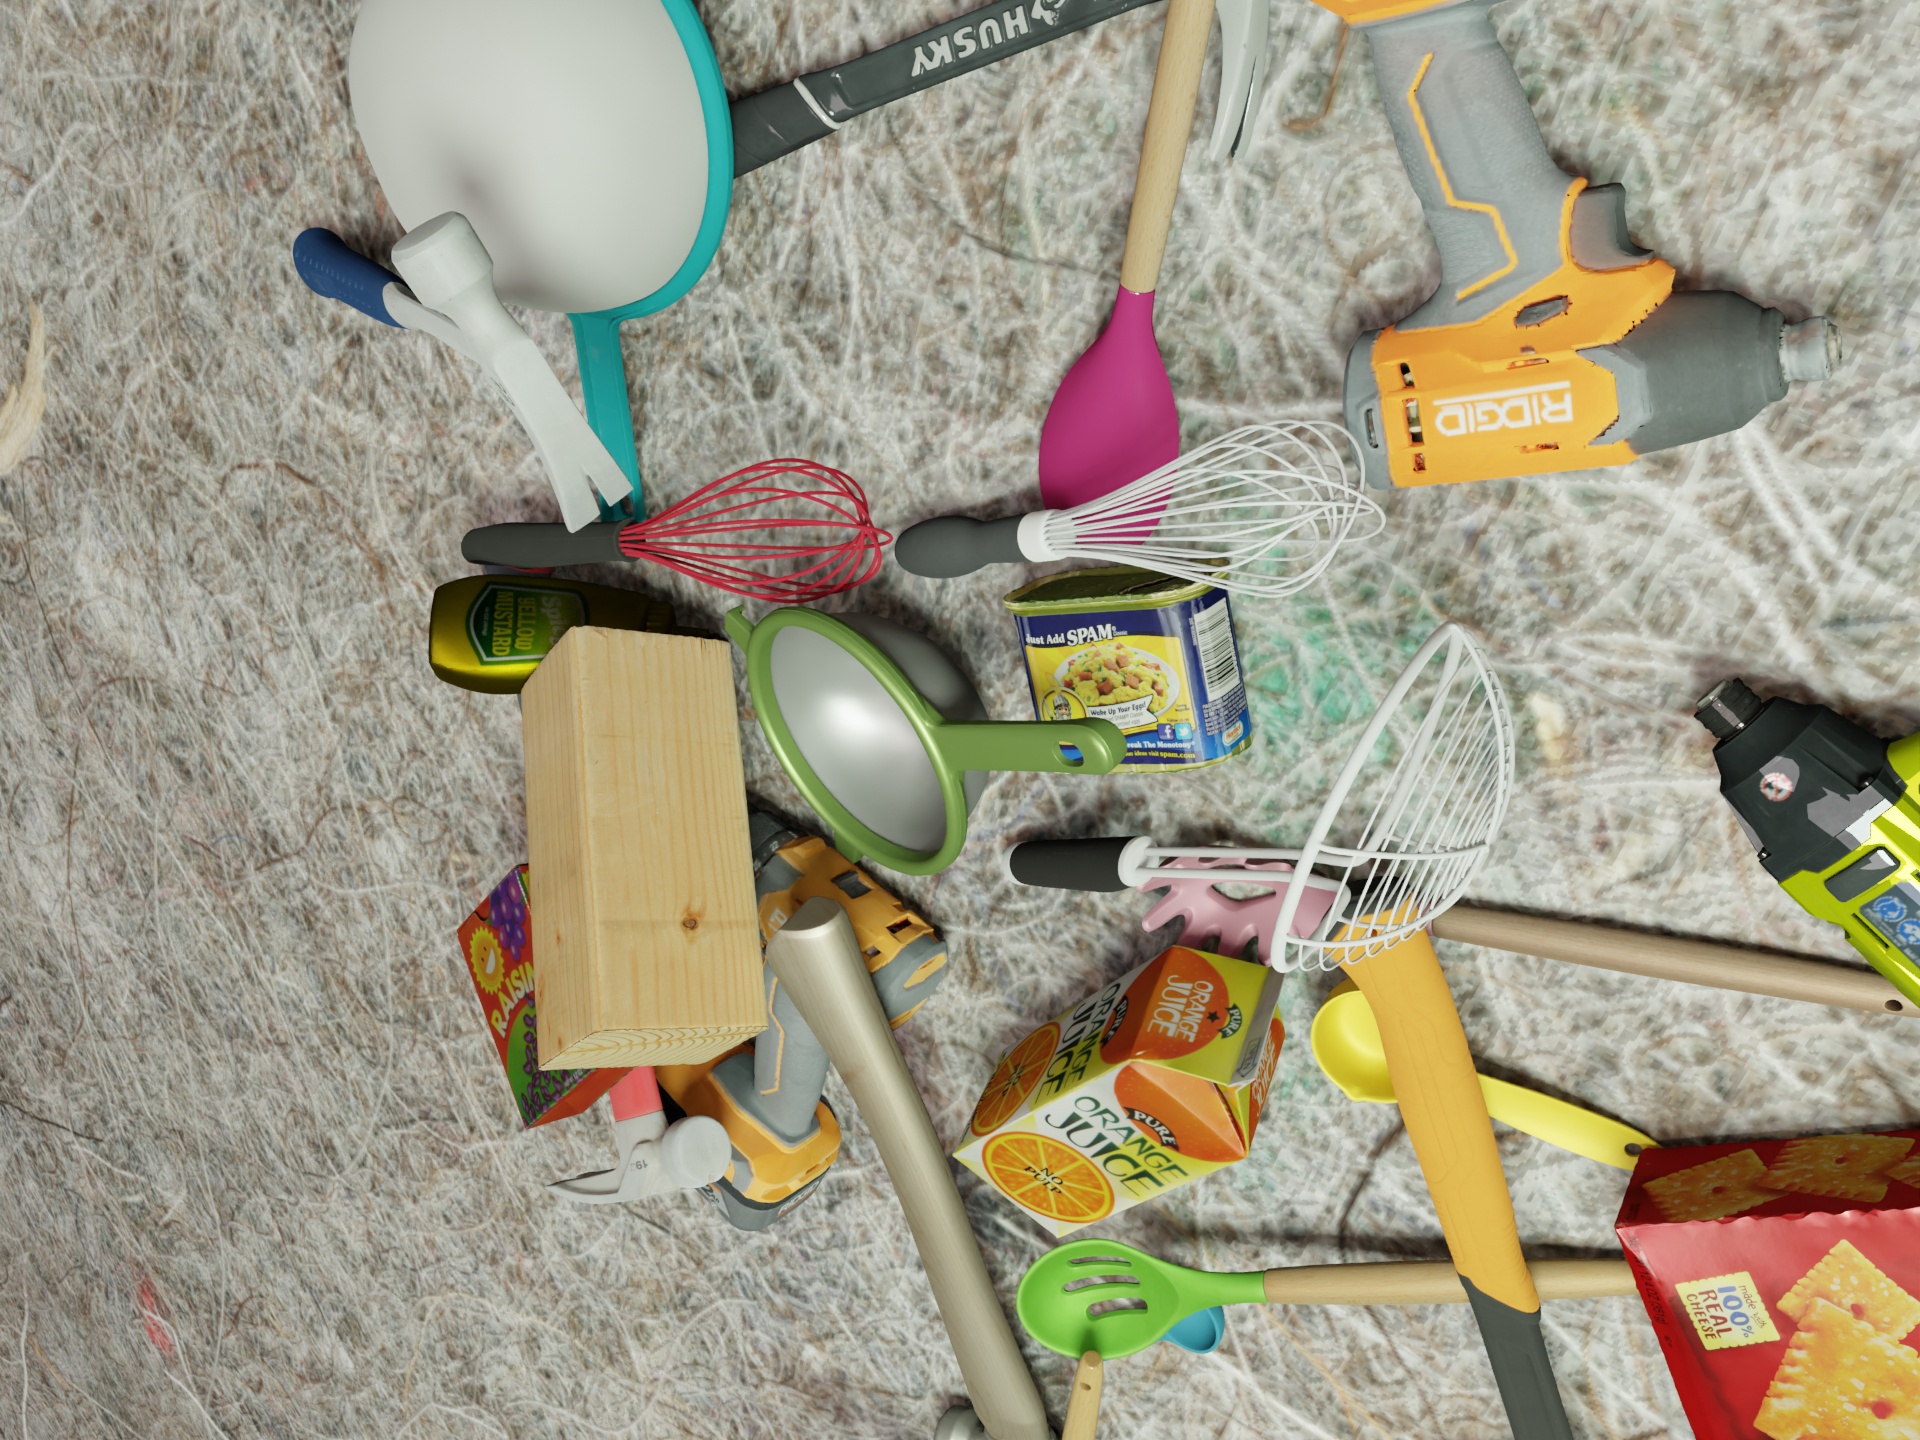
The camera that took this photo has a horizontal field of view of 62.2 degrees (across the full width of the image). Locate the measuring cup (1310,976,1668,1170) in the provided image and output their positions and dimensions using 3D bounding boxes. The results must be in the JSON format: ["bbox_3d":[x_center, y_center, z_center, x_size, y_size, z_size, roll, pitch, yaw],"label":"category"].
[{"bbox_3d":[0.233,0.157,0.701,0.156,0.029,0.062,21,118,14],"label":"measuring cup"}]

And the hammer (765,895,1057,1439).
[{"bbox_3d":[-0.003,0.270,0.843,0.146,0.038,0.410,-1,120,34],"label":"hammer"}]

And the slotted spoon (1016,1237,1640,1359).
[{"bbox_3d":[0.171,0.268,0.752,0.314,0.031,0.070,-13,104,27],"label":"slotted spoon"}]

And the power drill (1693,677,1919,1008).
[{"bbox_3d":[0.368,0.000,0.508,0.171,0.080,0.223,47,130,11],"label":"power drill"}]

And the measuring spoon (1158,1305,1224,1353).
[{"bbox_3d":[0.100,0.327,0.863,0.042,0.021,0.128,55,138,6],"label":"measuring spoon"}]

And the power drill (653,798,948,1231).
[{"bbox_3d":[-0.120,0.157,0.913,0.185,0.084,0.226,37,121,21],"label":"power drill"}]

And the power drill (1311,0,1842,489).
[{"bbox_3d":[0.205,-0.197,0.547,0.164,0.084,0.226,-1,111,35],"label":"power drill"}]

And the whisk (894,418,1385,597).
[{"bbox_3d":[0.059,-0.081,0.682,0.285,0.070,0.070,1,109,53],"label":"whisk"}]

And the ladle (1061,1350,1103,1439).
[{"bbox_3d":[0.059,0.442,0.880,0.069,0.031,0.315,16,129,18],"label":"ladle"}]

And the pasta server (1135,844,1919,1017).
[{"bbox_3d":[0.225,0.093,0.668,0.316,0.040,0.060,7,123,32],"label":"pasta server"}]

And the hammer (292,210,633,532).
[{"bbox_3d":[-0.277,-0.203,0.807,0.406,0.035,0.143,33,158,52],"label":"hammer"}]

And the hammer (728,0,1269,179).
[{"bbox_3d":[-0.047,-0.281,0.721,0.409,0.036,0.149,-5,105,37],"label":"hammer"}]

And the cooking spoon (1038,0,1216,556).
[{"bbox_3d":[0.075,-0.199,0.639,0.069,0.017,0.318,28,134,22],"label":"cooking spoon"}]

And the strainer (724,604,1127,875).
[{"bbox_3d":[-0.001,-0.002,0.745,0.256,0.069,0.151,0,121,52],"label":"strainer"}]

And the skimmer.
[{"bbox_3d":[0.083,0.038,0.637,0.090,0.127,0.363,41,161,-16],"label":"skimmer"}]

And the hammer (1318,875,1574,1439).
[{"bbox_3d":[0.231,0.222,0.677,0.127,0.034,0.337,-16,101,27],"label":"hammer"}]

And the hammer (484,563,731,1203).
[{"bbox_3d":[-0.231,0.084,0.926,0.143,0.038,0.386,-23,79,41],"label":"hammer"}]

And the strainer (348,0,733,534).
[{"bbox_3d":[-0.214,-0.226,0.785,0.211,0.095,0.340,17,128,27],"label":"strainer"}]

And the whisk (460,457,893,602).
[{"bbox_3d":[-0.159,-0.095,0.832,0.296,0.073,0.073,2,108,34],"label":"whisk"}]
